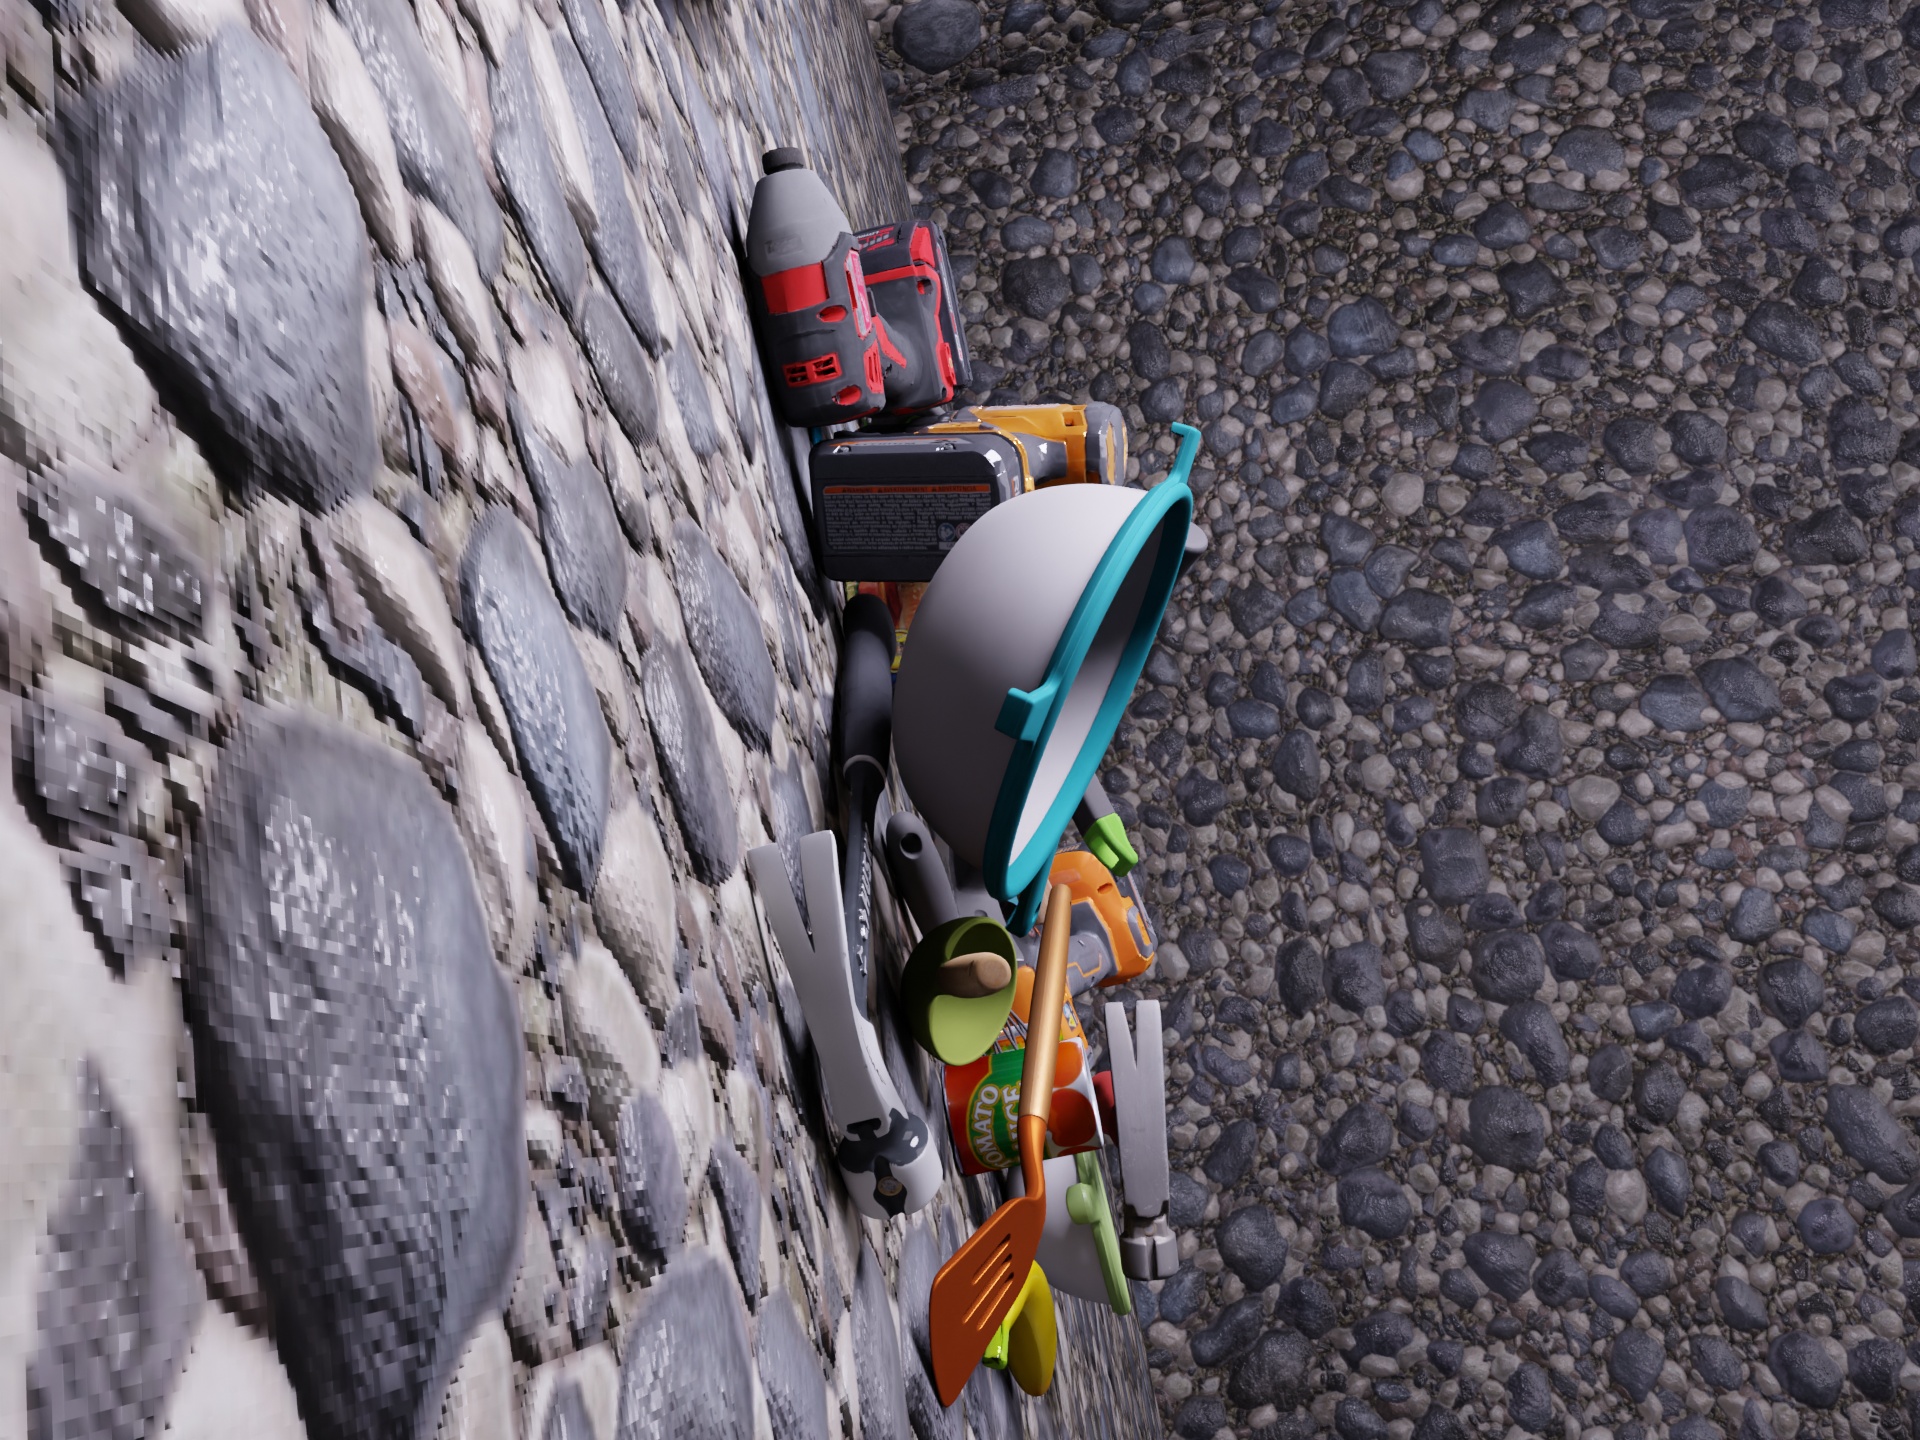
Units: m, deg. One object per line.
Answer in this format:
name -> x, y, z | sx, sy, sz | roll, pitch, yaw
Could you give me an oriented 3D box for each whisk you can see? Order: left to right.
whisk -> 0.001, 0.147, 0.948 | 0.055, 0.055, 0.238 | -96, 168, -57

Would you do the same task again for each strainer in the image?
strainer -> 0.020, 0.007, 0.799 | 0.211, 0.095, 0.340 | -58, 167, -33
strainer -> 0.063, 0.328, 1.061 | 0.256, 0.069, 0.152 | 66, 10, -72

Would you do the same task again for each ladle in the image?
ladle -> 0.010, 0.118, 0.704 | 0.320, 0.062, 0.078 | 115, -7, -79

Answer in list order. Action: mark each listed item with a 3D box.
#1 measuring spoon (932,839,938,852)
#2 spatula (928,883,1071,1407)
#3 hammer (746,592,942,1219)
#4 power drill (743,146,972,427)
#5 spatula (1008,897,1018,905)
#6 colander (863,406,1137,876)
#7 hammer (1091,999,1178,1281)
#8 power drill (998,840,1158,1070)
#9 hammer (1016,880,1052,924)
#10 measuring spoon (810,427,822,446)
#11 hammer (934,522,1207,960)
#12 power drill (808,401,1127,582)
measuring spoon -> -0.017, 0.094, 1.124 | 0.117, 0.011, 0.021 | 66, 7, -86
spatula -> 0.029, 0.186, 0.805 | 0.323, 0.041, 0.081 | -76, 163, -57
hammer -> -0.047, 0.030, 0.731 | 0.409, 0.036, 0.149 | -95, 170, -64
power drill -> -0.062, -0.242, 0.912 | 0.220, 0.078, 0.143 | -39, 118, -73
spatula -> 0.048, 0.261, 1.247 | 0.082, 0.044, 0.318 | 48, 27, -46
colander -> 0.054, -0.077, 1.126 | 0.397, 0.094, 0.204 | 63, -24, 20
hammer -> 0.105, 0.250, 1.036 | 0.359, 0.036, 0.149 | 72, 14, -82
power drill -> 0.074, 0.171, 1.252 | 0.164, 0.084, 0.226 | 67, 27, -7
hammer -> -0.002, -0.004, 1.109 | 0.130, 0.031, 0.331 | -103, 170, -72
measuring spoon -> -0.084, -0.205, 0.987 | 0.042, 0.021, 0.129 | 73, 7, -52
hammer -> 0.058, 0.007, 0.932 | 0.334, 0.035, 0.146 | 119, -32, -44
power drill -> -0.015, -0.144, 0.939 | 0.226, 0.185, 0.084 | -44, 133, -62
